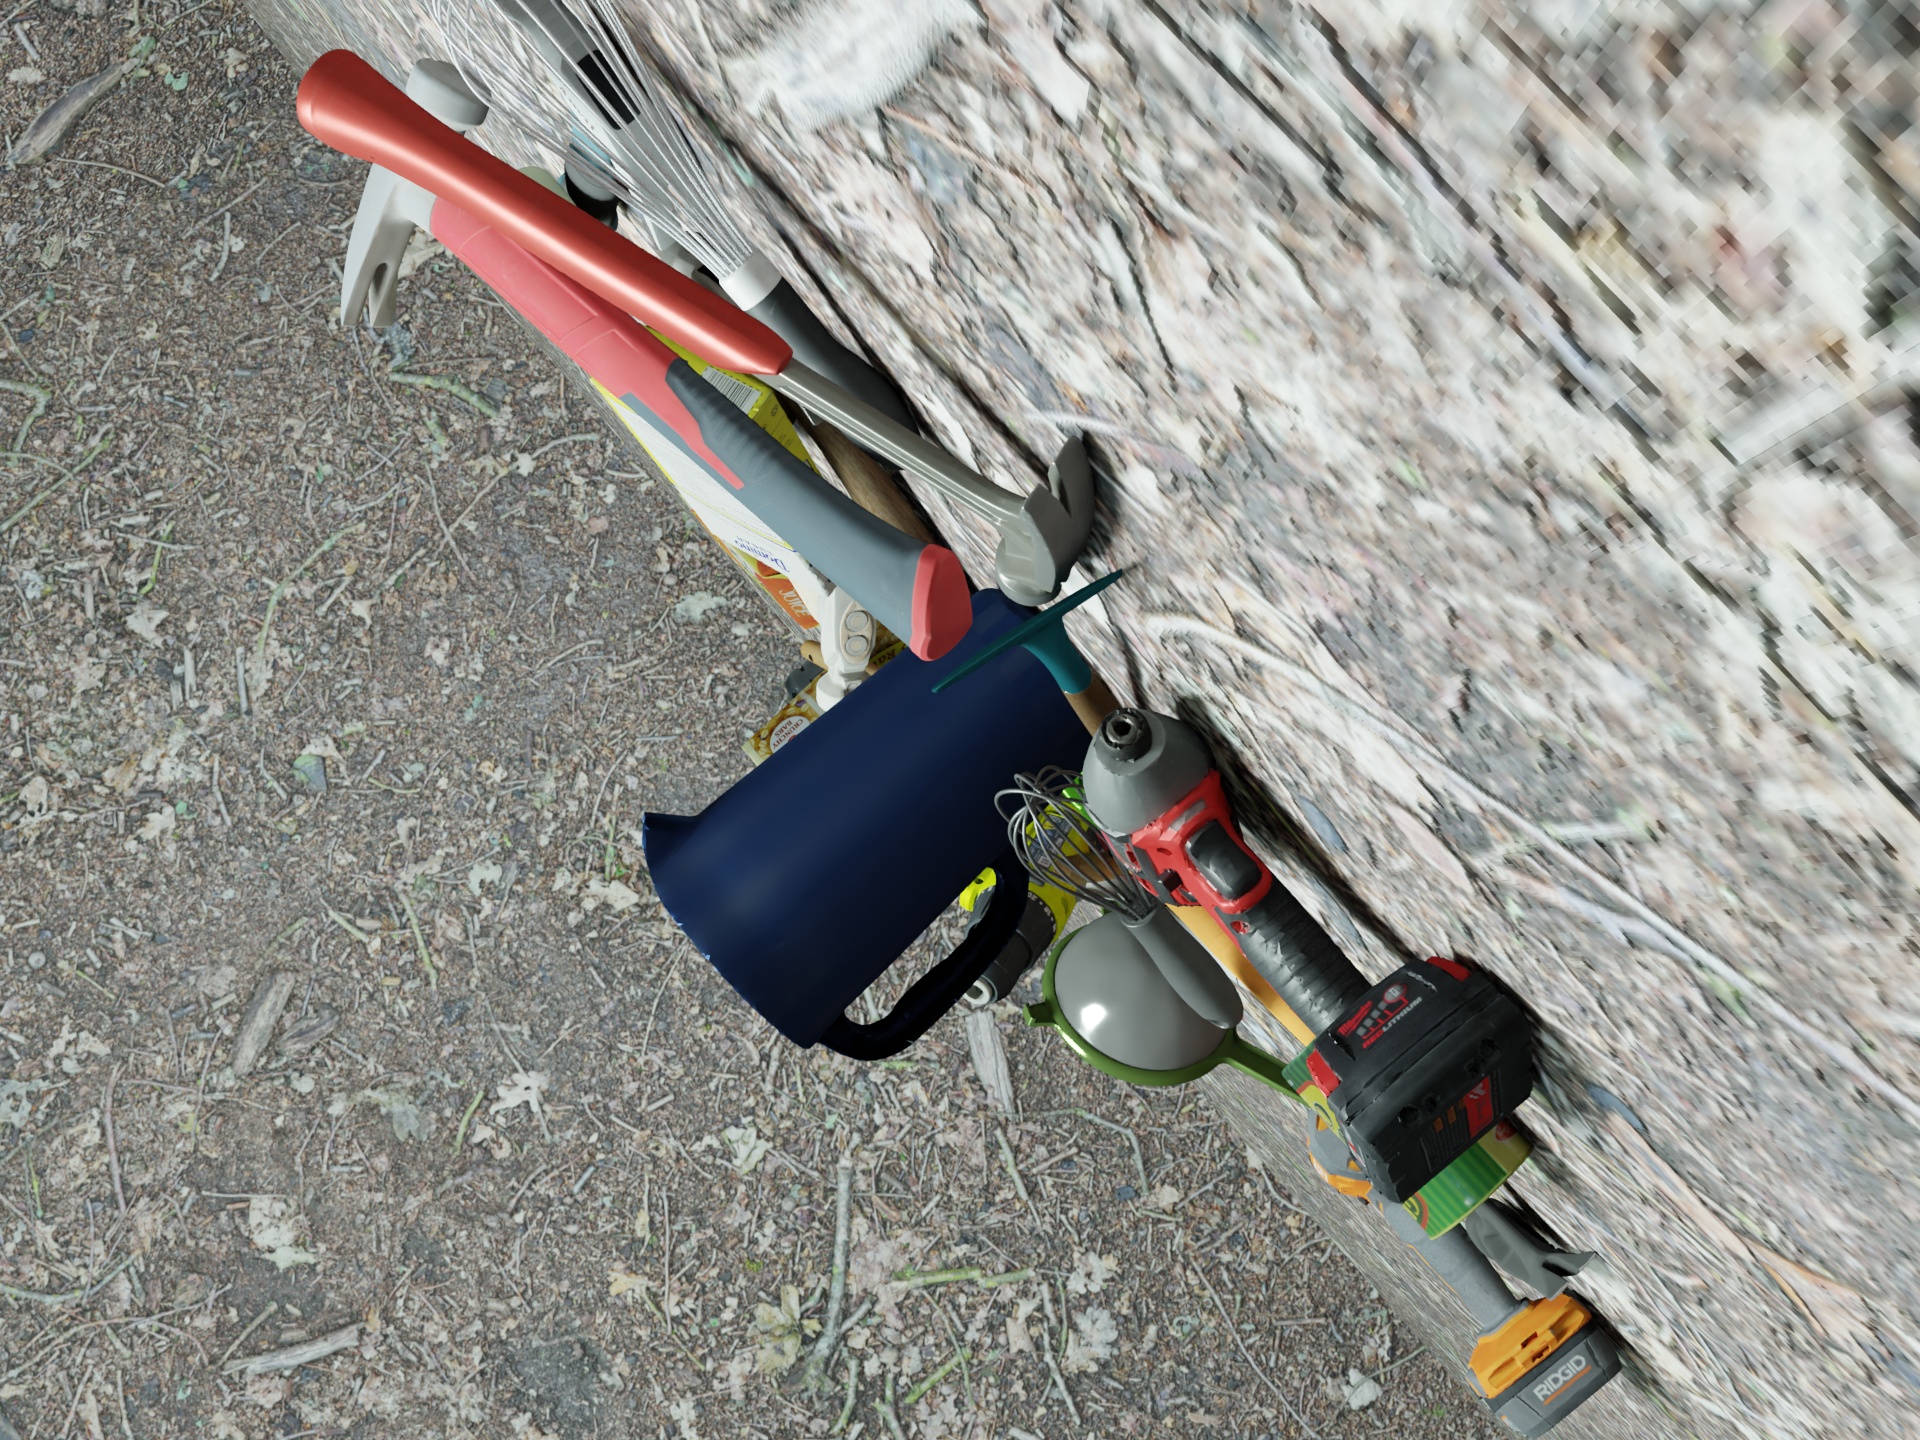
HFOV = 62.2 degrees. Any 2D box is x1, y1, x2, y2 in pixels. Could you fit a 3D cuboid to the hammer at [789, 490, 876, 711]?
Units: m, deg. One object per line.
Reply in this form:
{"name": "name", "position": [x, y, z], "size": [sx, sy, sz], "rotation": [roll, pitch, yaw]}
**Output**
{"name": "hammer", "position": [-0.136, -0.161, 1.120], "size": [0.411, 0.038, 0.146], "rotation": [-127, 35, -53]}

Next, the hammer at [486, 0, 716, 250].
{"name": "hammer", "position": [-0.189, -0.289, 0.817], "size": [0.128, 0.033, 0.331], "rotation": [51, 175, -15]}

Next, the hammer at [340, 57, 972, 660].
{"name": "hammer", "position": [-0.150, -0.146, 0.745], "size": [0.386, 0.143, 0.038], "rotation": [42, -151, 17]}

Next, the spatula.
{"name": "spatula", "position": [0.062, -0.001, 0.722], "size": [0.044, 0.082, 0.317], "rotation": [60, -174, 25]}

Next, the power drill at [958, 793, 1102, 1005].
{"name": "power drill", "position": [-0.027, 0.097, 1.121], "size": [0.228, 0.191, 0.080], "rotation": [20, 131, 14]}

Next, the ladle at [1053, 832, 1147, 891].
{"name": "ladle", "position": [0.090, 0.090, 0.983], "size": [0.069, 0.031, 0.315], "rotation": [51, -172, 12]}

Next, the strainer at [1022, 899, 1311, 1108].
{"name": "strainer", "position": [0.185, 0.213, 1.162], "size": [0.256, 0.151, 0.069], "rotation": [28, 133, 16]}

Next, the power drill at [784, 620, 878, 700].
{"name": "power drill", "position": [-0.068, 0.028, 1.318], "size": [0.080, 0.188, 0.226], "rotation": [47, 171, 32]}

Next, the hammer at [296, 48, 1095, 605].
{"name": "hammer", "position": [-0.107, -0.160, 0.608], "size": [0.359, 0.037, 0.149], "rotation": [33, 174, 7]}

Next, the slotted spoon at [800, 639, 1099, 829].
{"name": "slotted spoon", "position": [-0.002, -0.003, 0.990], "size": [0.314, 0.031, 0.070], "rotation": [25, 137, 43]}

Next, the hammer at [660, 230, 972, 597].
{"name": "hammer", "position": [-0.042, -0.117, 0.865], "size": [0.130, 0.031, 0.331], "rotation": [44, 173, 47]}

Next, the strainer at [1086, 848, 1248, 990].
{"name": "strainer", "position": [0.141, 0.135, 1.148], "size": [0.086, 0.050, 0.259], "rotation": [4, -163, -35]}

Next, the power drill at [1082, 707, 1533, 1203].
{"name": "power drill", "position": [0.132, 0.085, 0.670], "size": [0.220, 0.078, 0.143], "rotation": [49, 176, 33]}

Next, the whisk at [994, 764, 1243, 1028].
{"name": "whisk", "position": [0.091, 0.100, 0.829], "size": [0.238, 0.055, 0.055], "rotation": [48, 176, -38]}

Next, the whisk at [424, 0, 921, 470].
{"name": "whisk", "position": [-0.109, -0.206, 0.656], "size": [0.284, 0.070, 0.070], "rotation": [46, 176, -26]}

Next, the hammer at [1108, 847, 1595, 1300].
{"name": "hammer", "position": [0.210, 0.184, 0.897], "size": [0.337, 0.034, 0.127], "rotation": [46, 175, 6]}

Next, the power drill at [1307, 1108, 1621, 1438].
{"name": "power drill", "position": [0.314, 0.345, 1.040], "size": [0.227, 0.084, 0.164], "rotation": [51, 177, 25]}

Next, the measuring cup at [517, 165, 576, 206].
{"name": "measuring cup", "position": [-0.198, -0.232, 0.883], "size": [0.167, 0.038, 0.083], "rotation": [53, 174, -13]}
